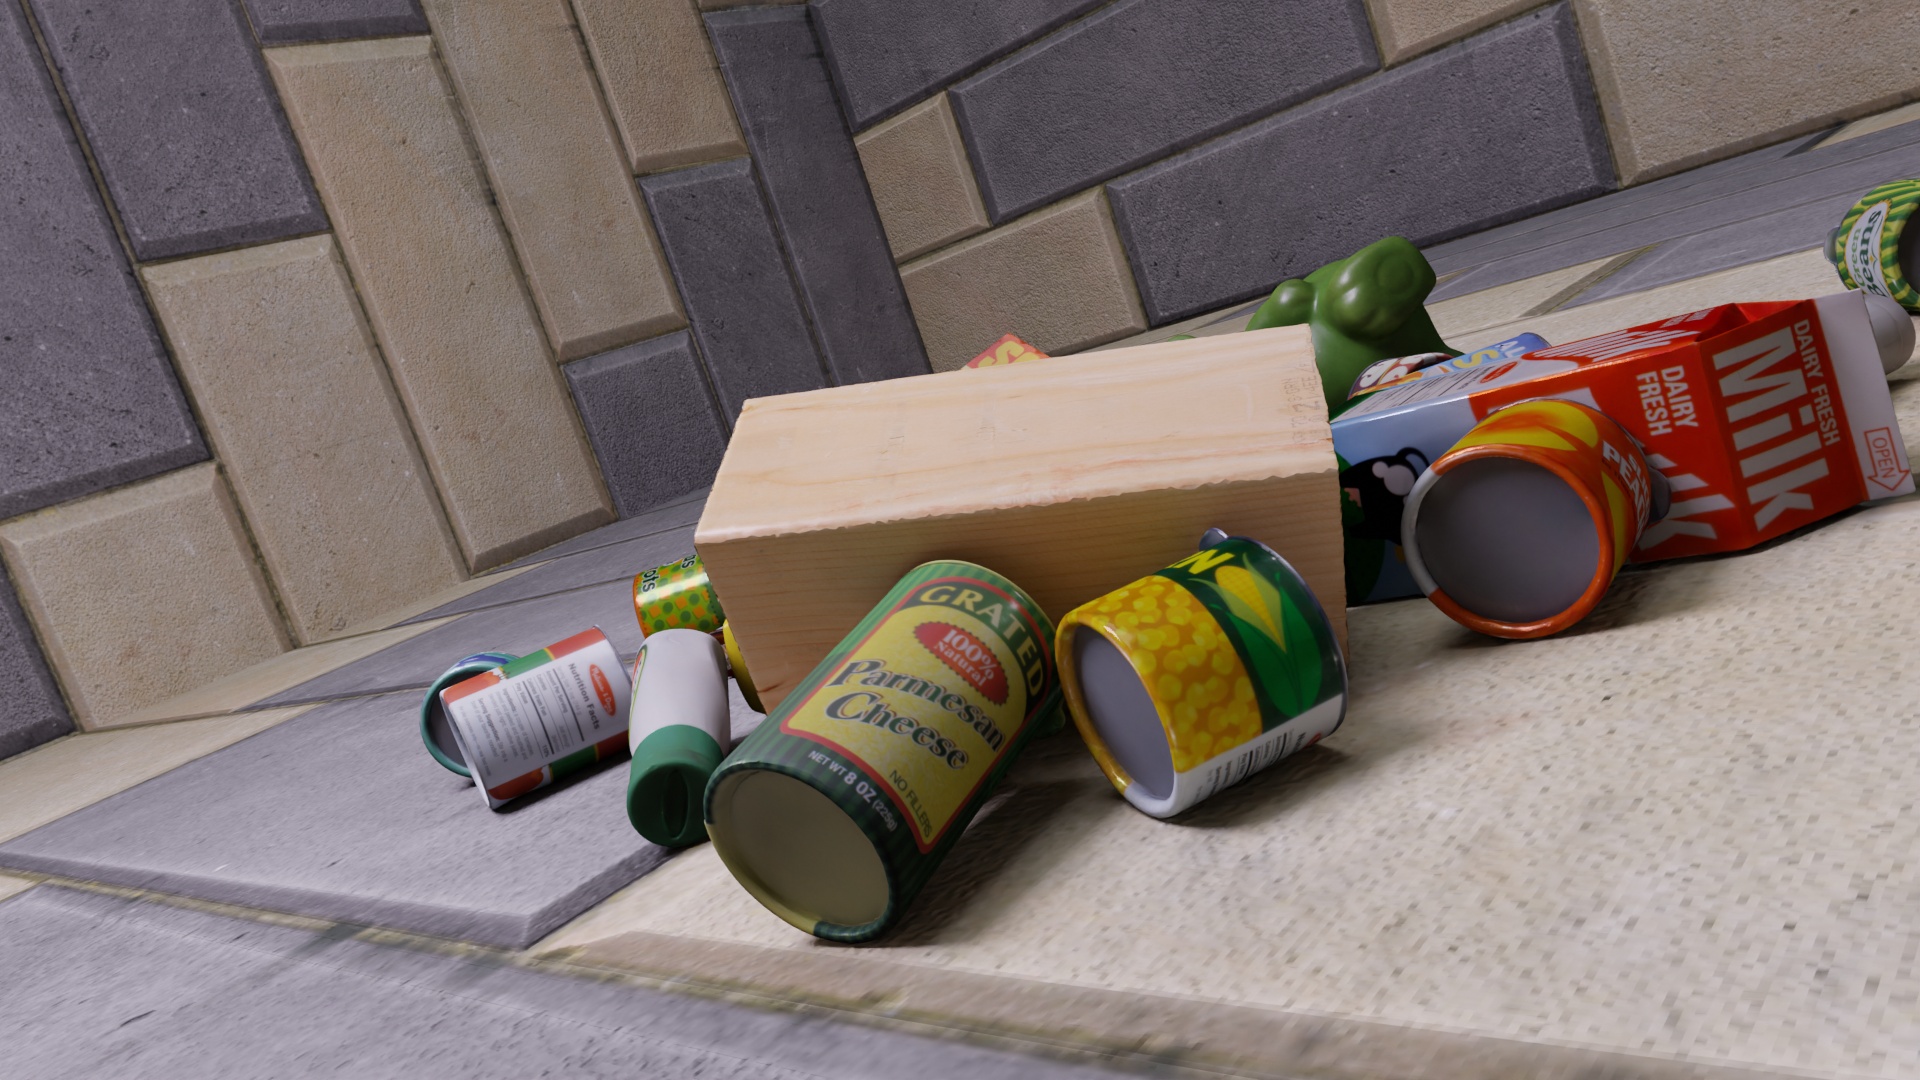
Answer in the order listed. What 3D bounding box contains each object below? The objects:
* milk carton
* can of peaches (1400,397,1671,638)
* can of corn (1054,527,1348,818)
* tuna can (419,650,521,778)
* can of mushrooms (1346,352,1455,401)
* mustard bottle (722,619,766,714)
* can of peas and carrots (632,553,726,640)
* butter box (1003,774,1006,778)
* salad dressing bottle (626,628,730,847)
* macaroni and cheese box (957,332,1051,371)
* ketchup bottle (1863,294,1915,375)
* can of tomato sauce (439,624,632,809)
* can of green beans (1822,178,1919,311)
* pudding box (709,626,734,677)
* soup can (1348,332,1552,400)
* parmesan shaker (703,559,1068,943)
[{"bbox_3d":[0.225,-0.032,0.503,0.190,0.072,0.074,-13,9,41],"label":"milk carton"},{"bbox_3d":[0.187,-0.008,0.452,0.071,0.071,0.058,-12,11,40],"label":"can of peaches"},{"bbox_3d":[0.067,0.038,0.408,0.058,0.071,0.071,-23,9,-19],"label":"can of corn"},{"bbox_3d":[-0.266,0.096,0.772,0.071,0.071,0.033,-20,8,-4],"label":"tuna can"},{"bbox_3d":[0.228,-0.060,0.689,0.071,0.071,0.033,-23,9,-24],"label":"can of mushrooms"},{"bbox_3d":[-0.026,0.041,0.637,0.160,0.065,0.049,-10,17,16],"label":"mustard bottle"},{"bbox_3d":[-0.179,0.041,0.924,0.059,0.071,0.071,-19,8,6],"label":"can of peas and carrots"},{"bbox_3d":[-0.034,0.082,0.503,0.053,0.024,0.103,-24,10,-33],"label":"butter box"},{"bbox_3d":[-0.119,0.081,0.589,0.044,0.064,0.148,1,13,-11],"label":"salad dressing bottle"},{"bbox_3d":[0.002,-0.008,0.600,0.167,0.040,0.124,-38,50,-18],"label":"macaroni and cheese box"},{"bbox_3d":[0.328,-0.064,0.573,0.149,0.043,0.064,-22,10,-19],"label":"ketchup bottle"},{"bbox_3d":[-0.212,0.090,0.707,0.083,0.071,0.071,-24,9,-25],"label":"can of tomato sauce"},{"bbox_3d":[0.479,-0.146,0.685,0.071,0.071,0.058,-17,9,12],"label":"can of green beans"},{"bbox_3d":[-0.101,0.051,0.830,0.049,0.030,0.084,-13,10,44],"label":"pudding box"},{"bbox_3d":[0.226,-0.050,0.623,0.084,0.071,0.071,-19,8,2],"label":"soup can"},{"bbox_3d":[-0.017,0.062,0.412,0.071,0.071,0.103,-13,22,38],"label":"parmesan shaker"}]
